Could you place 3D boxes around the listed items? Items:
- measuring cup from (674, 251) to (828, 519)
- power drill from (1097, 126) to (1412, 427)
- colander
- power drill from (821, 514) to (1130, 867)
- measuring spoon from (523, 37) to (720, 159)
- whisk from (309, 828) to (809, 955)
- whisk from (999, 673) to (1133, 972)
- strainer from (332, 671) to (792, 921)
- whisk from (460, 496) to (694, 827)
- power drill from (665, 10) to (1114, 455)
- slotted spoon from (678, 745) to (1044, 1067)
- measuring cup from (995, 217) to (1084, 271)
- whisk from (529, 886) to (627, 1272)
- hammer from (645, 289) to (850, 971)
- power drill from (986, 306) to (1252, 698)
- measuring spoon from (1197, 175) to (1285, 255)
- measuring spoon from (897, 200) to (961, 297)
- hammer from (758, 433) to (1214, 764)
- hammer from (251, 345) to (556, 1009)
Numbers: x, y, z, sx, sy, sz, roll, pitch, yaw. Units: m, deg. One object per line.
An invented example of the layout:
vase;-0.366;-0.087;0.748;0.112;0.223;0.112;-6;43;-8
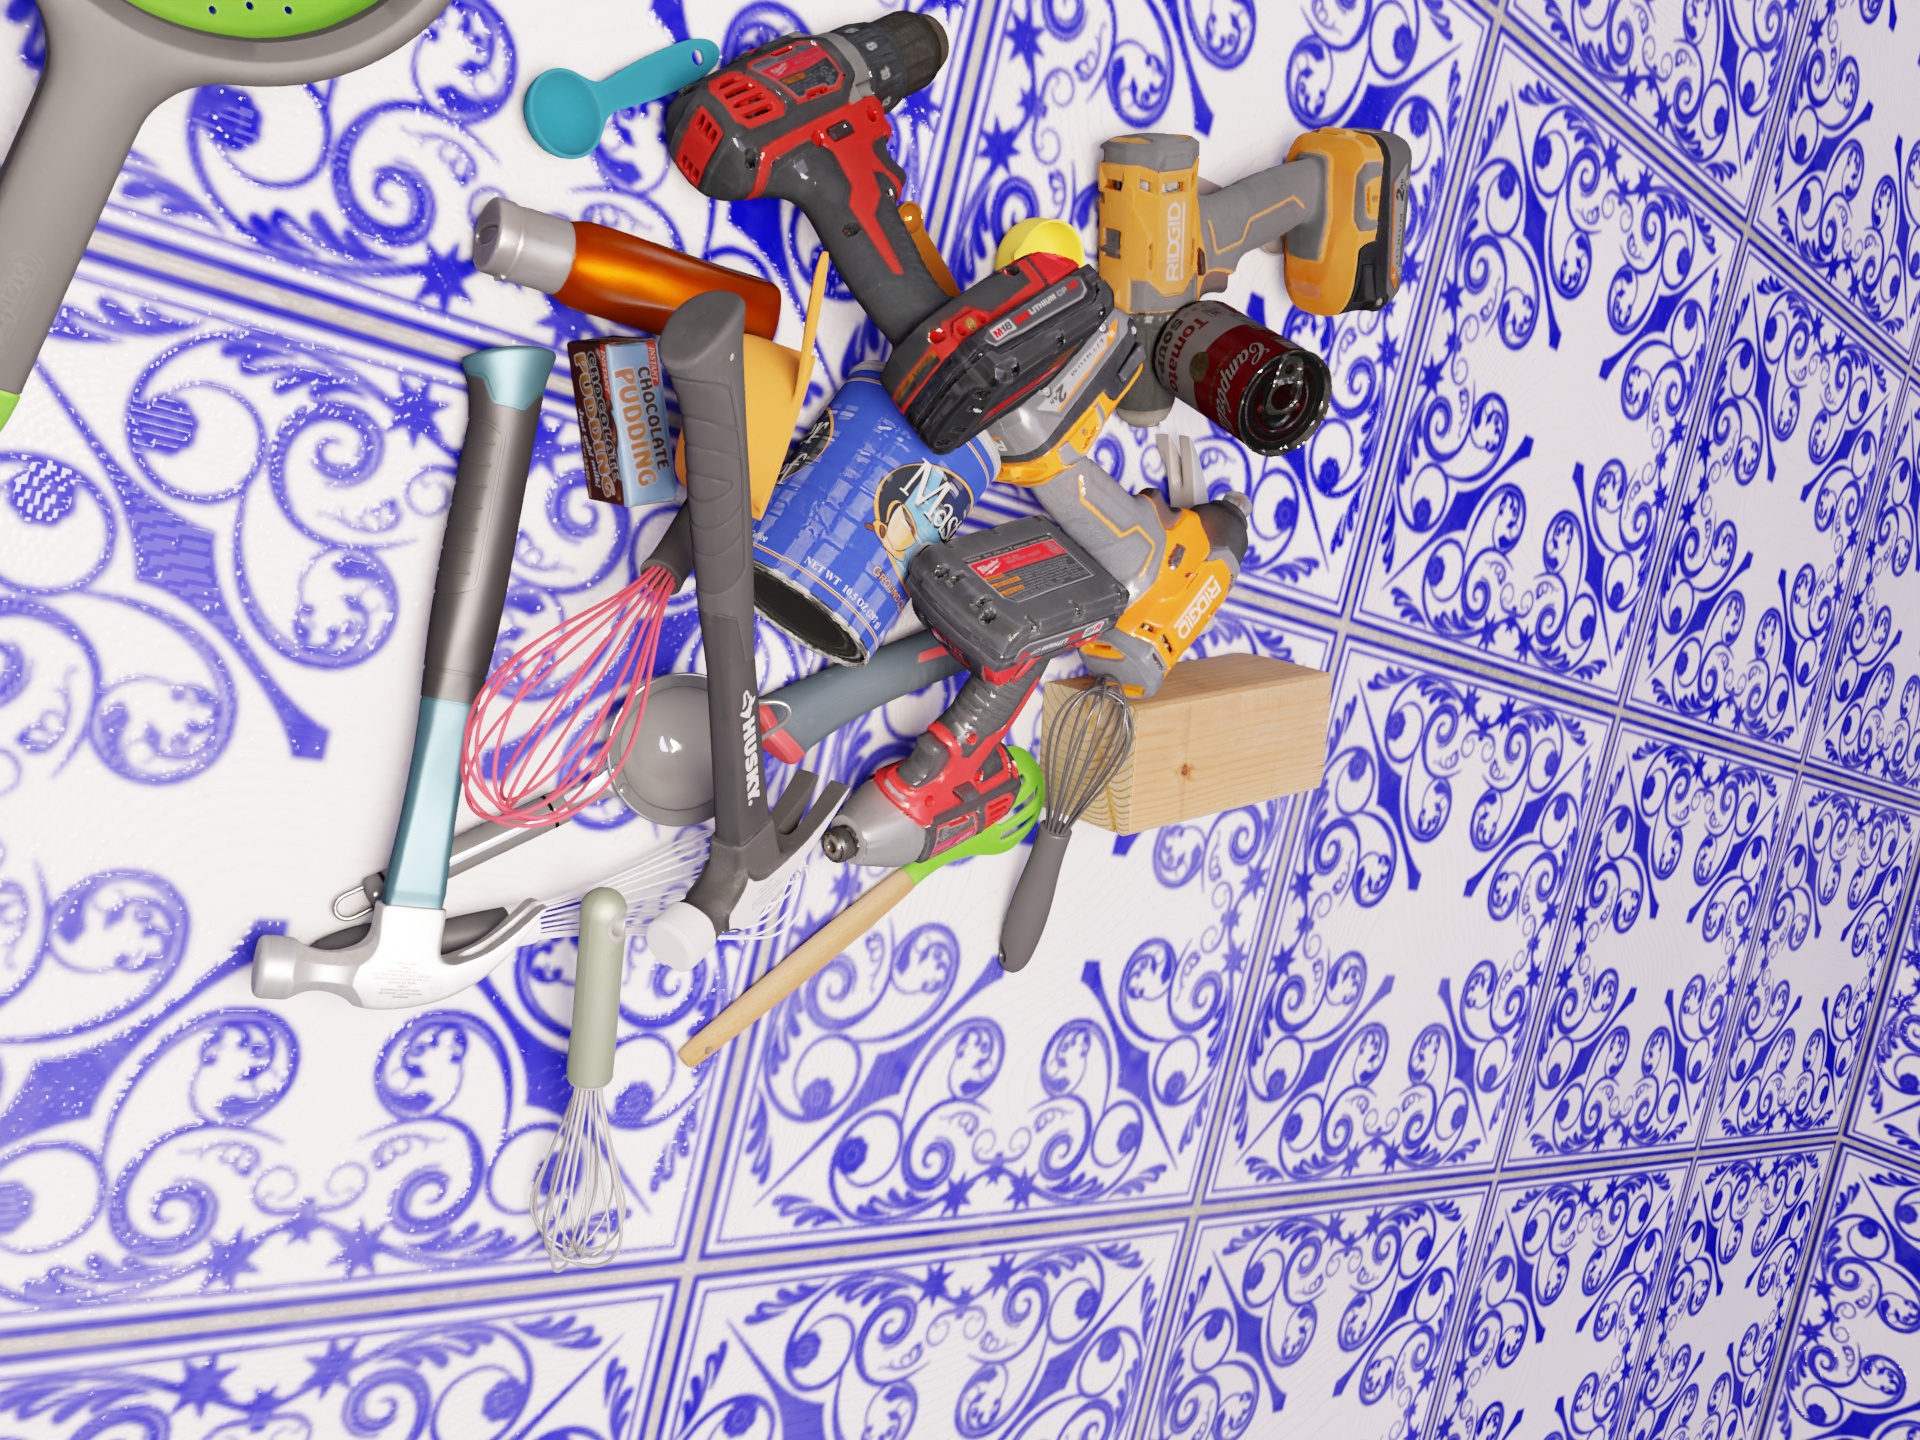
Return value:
measuring cup;-0.101;-0.170;0.767;0.052;0.173;0.095;18;59;-5
power drill;0.189;-0.302;1.066;0.226;0.084;0.185;-16;120;-27
colander;-0.331;-0.293;0.631;0.204;0.095;0.397;21;105;-43
power drill;-0.001;-0.003;0.920;0.143;0.079;0.219;-22;147;-42
measuring spoon;-0.172;-0.319;0.803;0.128;0.021;0.042;-42;125;-36
whisk;-0.206;0.105;0.858;0.284;0.070;0.070;-8;107;-34
whisk;0.065;0.075;1.053;0.055;0.055;0.238;-10;128;-39
strainer;-0.210;0.042;0.847;0.258;0.050;0.086;-27;112;-27
whisk;-0.160;-0.060;0.798;0.073;0.073;0.296;60;39;-34
power drill;-0.023;-0.275;0.848;0.226;0.080;0.188;49;55;0
slotted spoon;-0.052;0.118;1.014;0.314;0.031;0.070;-37;124;-26
measuring cup;0.032;-0.238;0.999;0.062;0.029;0.156;4;110;-42
whisk;-0.202;0.198;0.860;0.058;0.059;0.246;-40;143;-62
hammer;-0.110;-0.043;0.777;0.146;0.035;0.334;-44;145;-47
power drill;0.103;-0.146;0.999;0.164;0.084;0.226;-51;126;-23
measuring spoon;0.185;-0.355;1.104;0.124;0.018;0.034;11;102;-35
measuring spoon;-0.013;-0.260;0.959;0.021;0.011;0.116;-48;131;-22
hammer;0.023;-0.073;1.019;0.386;0.038;0.143;-23;115;-35
hammer;-0.248;-0.023;0.777;0.128;0.033;0.331;11;88;-30
